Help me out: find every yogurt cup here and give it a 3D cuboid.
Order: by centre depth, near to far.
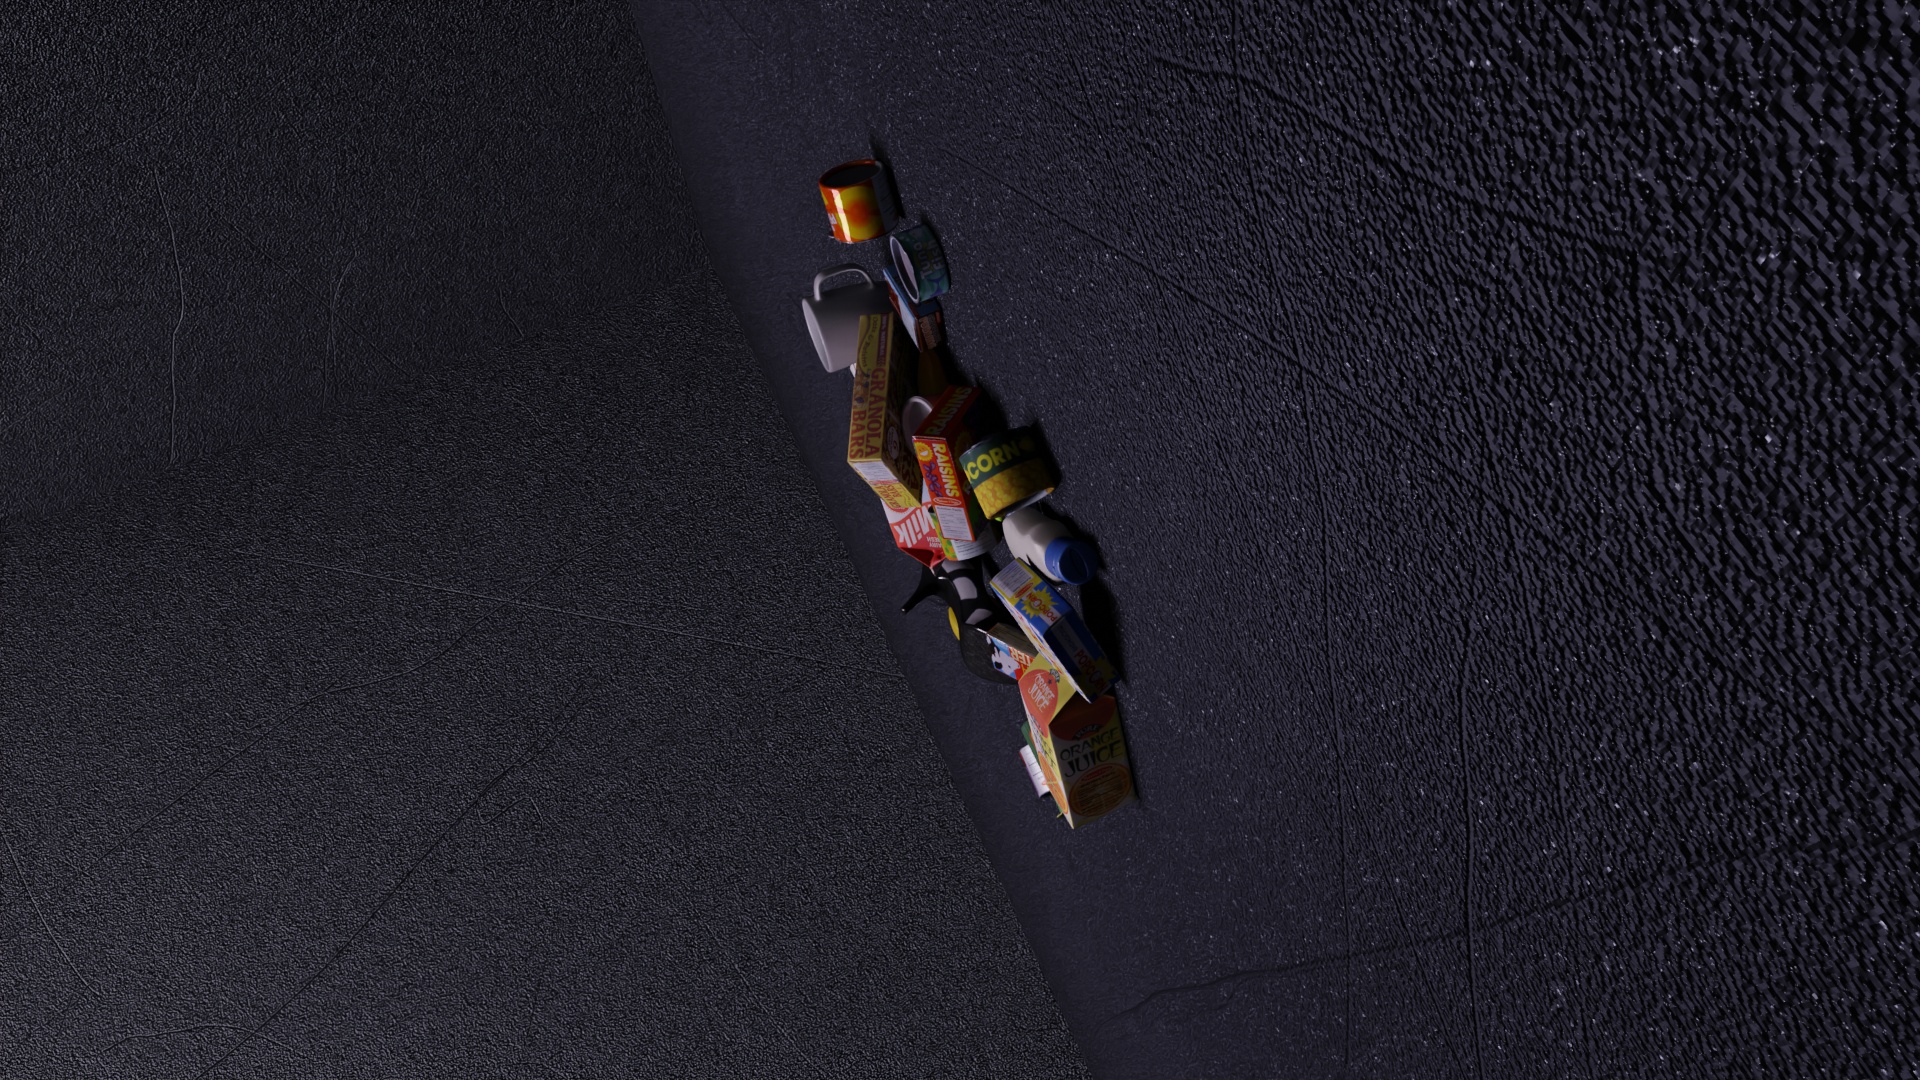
[{"bbox_3d":[-0.018,-0.116,1.376,0.072,0.054,0.072,30,131,43],"label":"yogurt cup"}]

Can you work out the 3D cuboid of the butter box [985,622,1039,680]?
[{"bbox_3d":[0.074,0.128,1.465,0.103,0.024,0.053,23,141,40],"label":"butter box"}]

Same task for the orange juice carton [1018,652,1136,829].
[{"bbox_3d":[0.111,0.182,1.349,0.072,0.073,0.191,-124,15,-52],"label":"orange juice carton"}]

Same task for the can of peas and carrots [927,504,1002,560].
[{"bbox_3d":[0.005,-0.019,1.499,0.071,0.071,0.058,-141,29,-71],"label":"can of peas and carrots"}]

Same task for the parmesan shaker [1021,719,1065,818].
[{"bbox_3d":[0.112,0.232,1.474,0.071,0.071,0.103,88,157,-66],"label":"parmesan shaker"}]

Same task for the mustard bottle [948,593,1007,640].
[{"bbox_3d":[0.042,0.120,1.649,0.161,0.065,0.048,47,164,51],"label":"mustard bottle"}]

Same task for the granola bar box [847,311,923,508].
[{"bbox_3d":[-0.071,-0.131,1.422,0.124,0.039,0.166,50,-140,-62],"label":"granola bar box"}]

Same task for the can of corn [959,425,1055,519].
[{"bbox_3d":[0.040,-0.057,1.185,0.071,0.071,0.058,118,127,-79],"label":"can of corn"}]

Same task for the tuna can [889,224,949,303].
[{"bbox_3d":[-0.037,-0.253,1.263,0.071,0.033,0.071,159,88,-81],"label":"tuna can"}]

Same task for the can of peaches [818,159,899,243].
[{"bbox_3d":[-0.099,-0.325,1.332,0.071,0.071,0.057,-125,16,-52],"label":"can of peaches"}]

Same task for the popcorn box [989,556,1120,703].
[{"bbox_3d":[0.084,0.080,1.225,0.085,0.038,0.126,43,173,43],"label":"popcorn box"}]

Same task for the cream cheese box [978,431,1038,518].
[{"bbox_3d":[0.049,-0.048,1.298,0.053,0.024,0.103,-135,23,-66],"label":"cream cheese box"}]

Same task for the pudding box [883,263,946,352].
[{"bbox_3d":[-0.046,-0.233,1.375,0.049,0.030,0.084,78,166,-54],"label":"pudding box"}]

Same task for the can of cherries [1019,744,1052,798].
[{"bbox_3d":[0.108,0.251,1.572,0.071,0.071,0.058,95,151,-71],"label":"can of cherries"}]

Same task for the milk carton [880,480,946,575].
[{"bbox_3d":[-0.040,-0.052,1.566,0.073,0.073,0.189,-60,-36,-40],"label":"milk carton"}]

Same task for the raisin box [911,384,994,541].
[{"bbox_3d":[0.002,-0.073,1.321,0.040,0.086,0.122,7,133,28],"label":"raisin box"}]

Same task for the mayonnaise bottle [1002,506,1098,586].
[{"bbox_3d":[0.080,0.009,1.210,0.064,0.041,0.148,62,171,-14],"label":"mayonnaise bottle"}]
